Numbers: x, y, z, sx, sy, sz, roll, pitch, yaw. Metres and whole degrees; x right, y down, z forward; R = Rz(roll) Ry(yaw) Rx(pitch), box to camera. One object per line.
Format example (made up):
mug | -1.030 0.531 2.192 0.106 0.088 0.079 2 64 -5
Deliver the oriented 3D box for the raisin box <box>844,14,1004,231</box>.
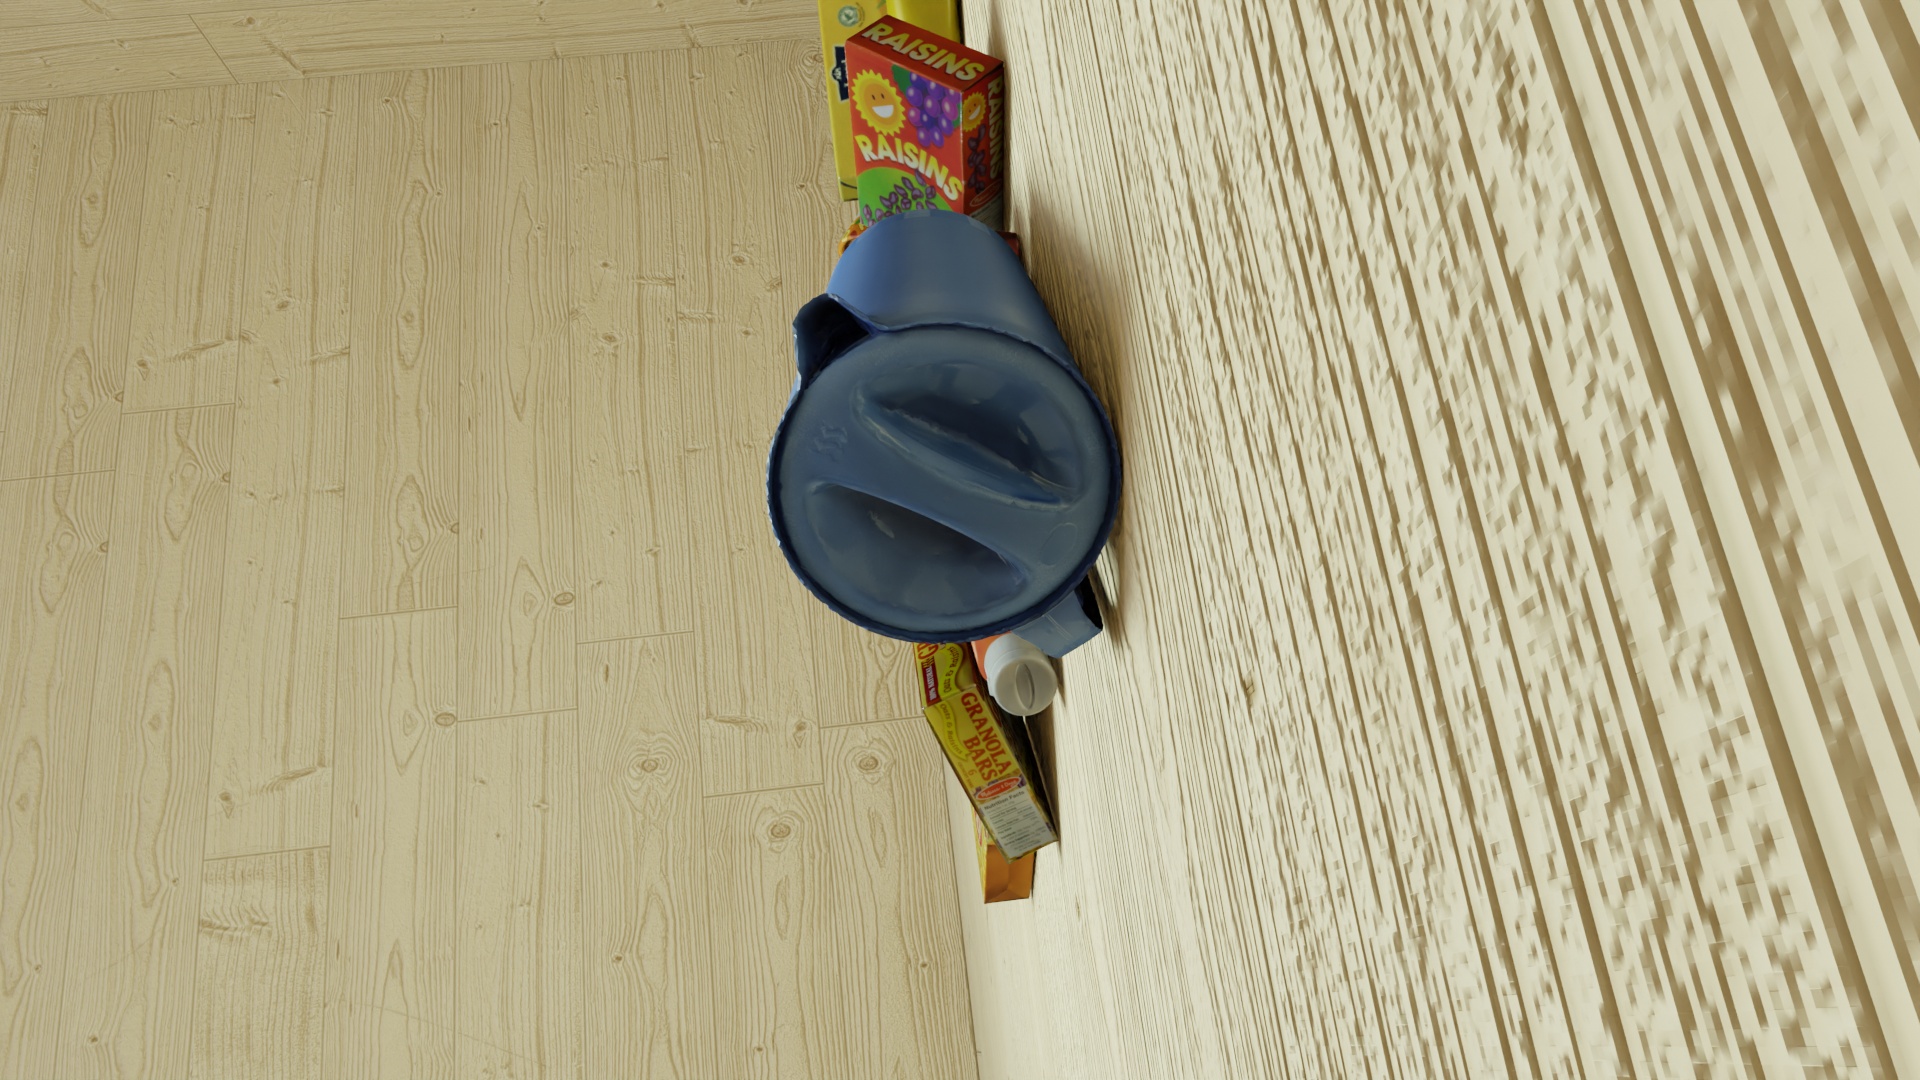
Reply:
raisin box | -0.018 -0.223 0.788 0.086 0.040 0.122 32 148 25

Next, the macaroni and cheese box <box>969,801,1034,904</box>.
macaroni and cheese box | 0.026 0.183 1.094 0.123 0.040 0.167 91 173 -55

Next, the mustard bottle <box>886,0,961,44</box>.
mustard bottle | -0.026 -0.366 0.946 0.065 0.049 0.160 -154 57 -85

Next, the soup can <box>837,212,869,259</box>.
soup can | -0.047 -0.236 1.047 0.084 0.071 0.071 -61 -13 -26

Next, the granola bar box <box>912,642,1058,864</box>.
granola bar box | 0.011 0.114 0.912 0.166 0.039 0.124 -105 -11 -69

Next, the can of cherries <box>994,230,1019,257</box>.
can of cherries | -0.001 -0.141 0.761 0.071 0.058 0.071 -170 85 -86

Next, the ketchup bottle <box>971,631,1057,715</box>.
ketchup bottle | 0.028 0.058 0.830 0.149 0.043 0.064 -107 6 -72
